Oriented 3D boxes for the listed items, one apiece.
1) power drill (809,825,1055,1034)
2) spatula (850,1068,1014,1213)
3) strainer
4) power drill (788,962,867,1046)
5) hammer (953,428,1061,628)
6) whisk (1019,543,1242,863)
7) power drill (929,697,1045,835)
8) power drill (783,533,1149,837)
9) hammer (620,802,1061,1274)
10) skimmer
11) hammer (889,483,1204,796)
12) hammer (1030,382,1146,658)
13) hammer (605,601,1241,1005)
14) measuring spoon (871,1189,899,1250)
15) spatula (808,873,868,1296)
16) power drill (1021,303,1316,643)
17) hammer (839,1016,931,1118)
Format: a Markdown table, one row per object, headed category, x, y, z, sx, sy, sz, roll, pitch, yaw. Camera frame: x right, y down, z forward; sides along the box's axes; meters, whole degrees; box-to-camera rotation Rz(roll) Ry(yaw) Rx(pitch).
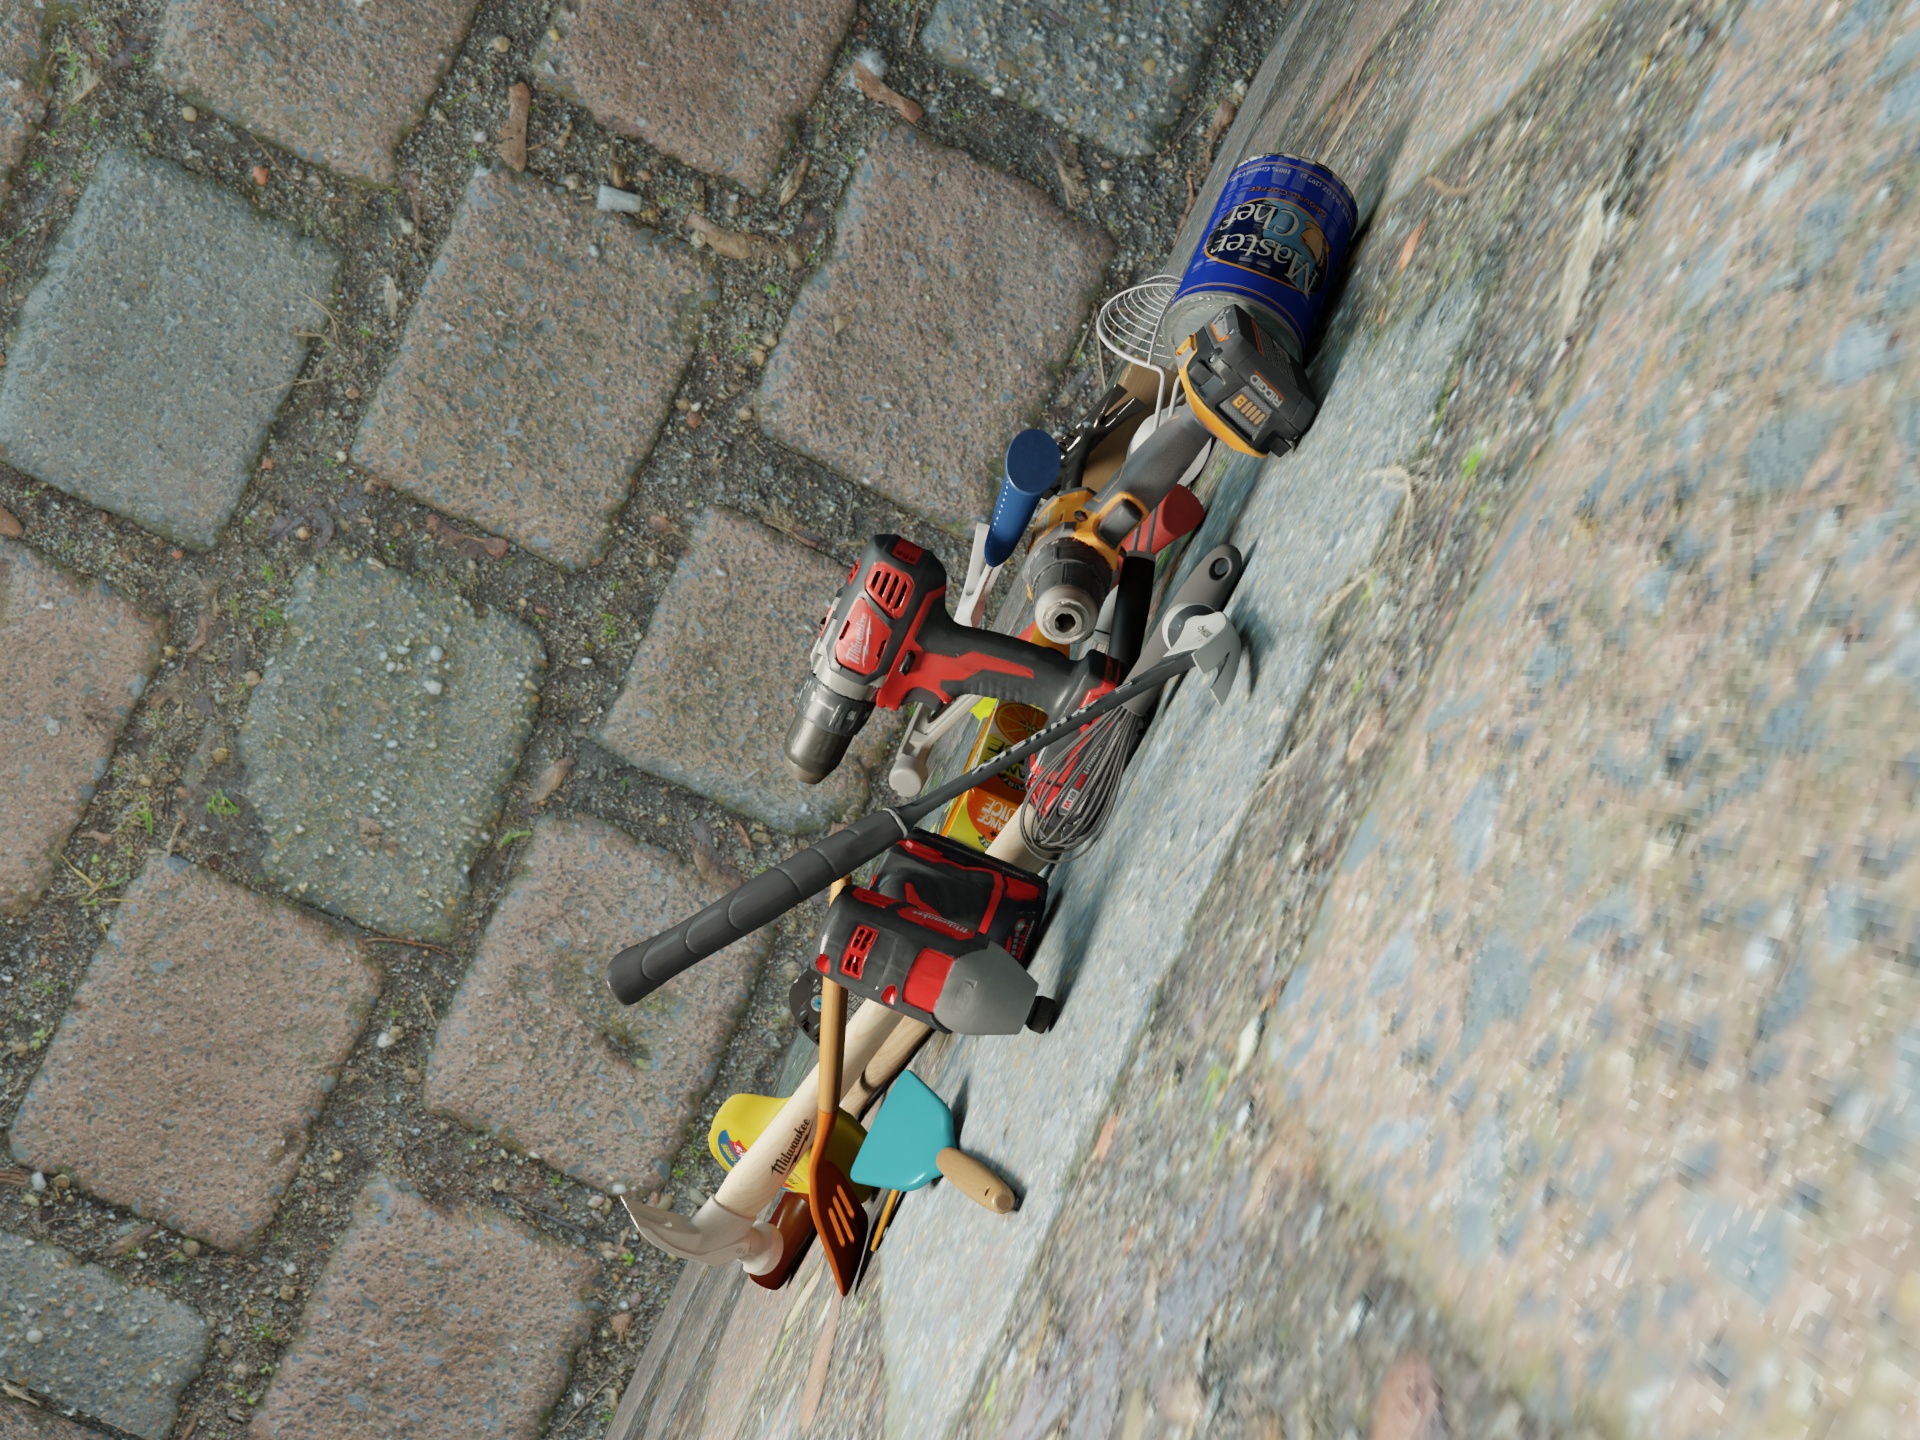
| category | x | y | z | sx | sy | sz | roll | pitch | yaw |
| --- | --- | --- | --- | --- | --- | --- | --- | --- | --- |
| power drill | -0.006 | 0.137 | 0.996 | 0.219 | 0.143 | 0.078 | -42 | -27 | -82 |
| spatula | -0.014 | 0.259 | 0.939 | 0.082 | 0.044 | 0.317 | -62 | 4 | -13 |
| strainer | 0.156 | -0.174 | 1.387 | 0.087 | 0.050 | 0.258 | 19 | 94 | 43 |
| power drill | -0.047 | 0.186 | 1.338 | 0.190 | 0.080 | 0.228 | -48 | -6 | 8 |
| hammer | 0.026 | -0.127 | 1.161 | 0.405 | 0.035 | 0.144 | 119 | 170 | -78 |
| whisk | 0.111 | -0.009 | 1.017 | 0.239 | 0.055 | 0.055 | -59 | 5 | 16 |
| power drill | 0.030 | 0.042 | 1.583 | 0.171 | 0.080 | 0.223 | 123 | 168 | -68 |
| power drill | -0.002 | -0.004 | 1.100 | 0.188 | 0.226 | 0.080 | -63 | 4 | 21 |
| hammer | -0.073 | 0.224 | 1.151 | 0.410 | 0.146 | 0.038 | -52 | 44 | 1 |
| skimmer | 0.145 | -0.173 | 1.204 | 0.090 | 0.127 | 0.363 | 82 | -161 | -80 |
| hammer | 0.068 | -0.076 | 1.334 | 0.359 | 0.036 | 0.149 | -42 | 14 | 34 |
| hammer | 0.089 | -0.146 | 1.280 | 0.127 | 0.034 | 0.337 | -42 | 23 | 34 |
| hammer | -0.022 | 0.052 | 0.898 | 0.409 | 0.036 | 0.149 | -30 | 9 | 5 |
| measuring spoon | -0.038 | 0.325 | 1.127 | 0.021 | 0.011 | 0.117 | -99 | 31 | -84 |
| spatula | -0.081 | 0.249 | 1.104 | 0.081 | 0.041 | 0.322 | -67 | -17 | -66 |
| power drill | 0.126 | -0.154 | 1.048 | 0.226 | 0.084 | 0.185 | -44 | 14 | 24 |
| hammer | -0.069 | 0.313 | 1.456 | 0.331 | 0.031 | 0.130 | 121 | 173 | -53 |
